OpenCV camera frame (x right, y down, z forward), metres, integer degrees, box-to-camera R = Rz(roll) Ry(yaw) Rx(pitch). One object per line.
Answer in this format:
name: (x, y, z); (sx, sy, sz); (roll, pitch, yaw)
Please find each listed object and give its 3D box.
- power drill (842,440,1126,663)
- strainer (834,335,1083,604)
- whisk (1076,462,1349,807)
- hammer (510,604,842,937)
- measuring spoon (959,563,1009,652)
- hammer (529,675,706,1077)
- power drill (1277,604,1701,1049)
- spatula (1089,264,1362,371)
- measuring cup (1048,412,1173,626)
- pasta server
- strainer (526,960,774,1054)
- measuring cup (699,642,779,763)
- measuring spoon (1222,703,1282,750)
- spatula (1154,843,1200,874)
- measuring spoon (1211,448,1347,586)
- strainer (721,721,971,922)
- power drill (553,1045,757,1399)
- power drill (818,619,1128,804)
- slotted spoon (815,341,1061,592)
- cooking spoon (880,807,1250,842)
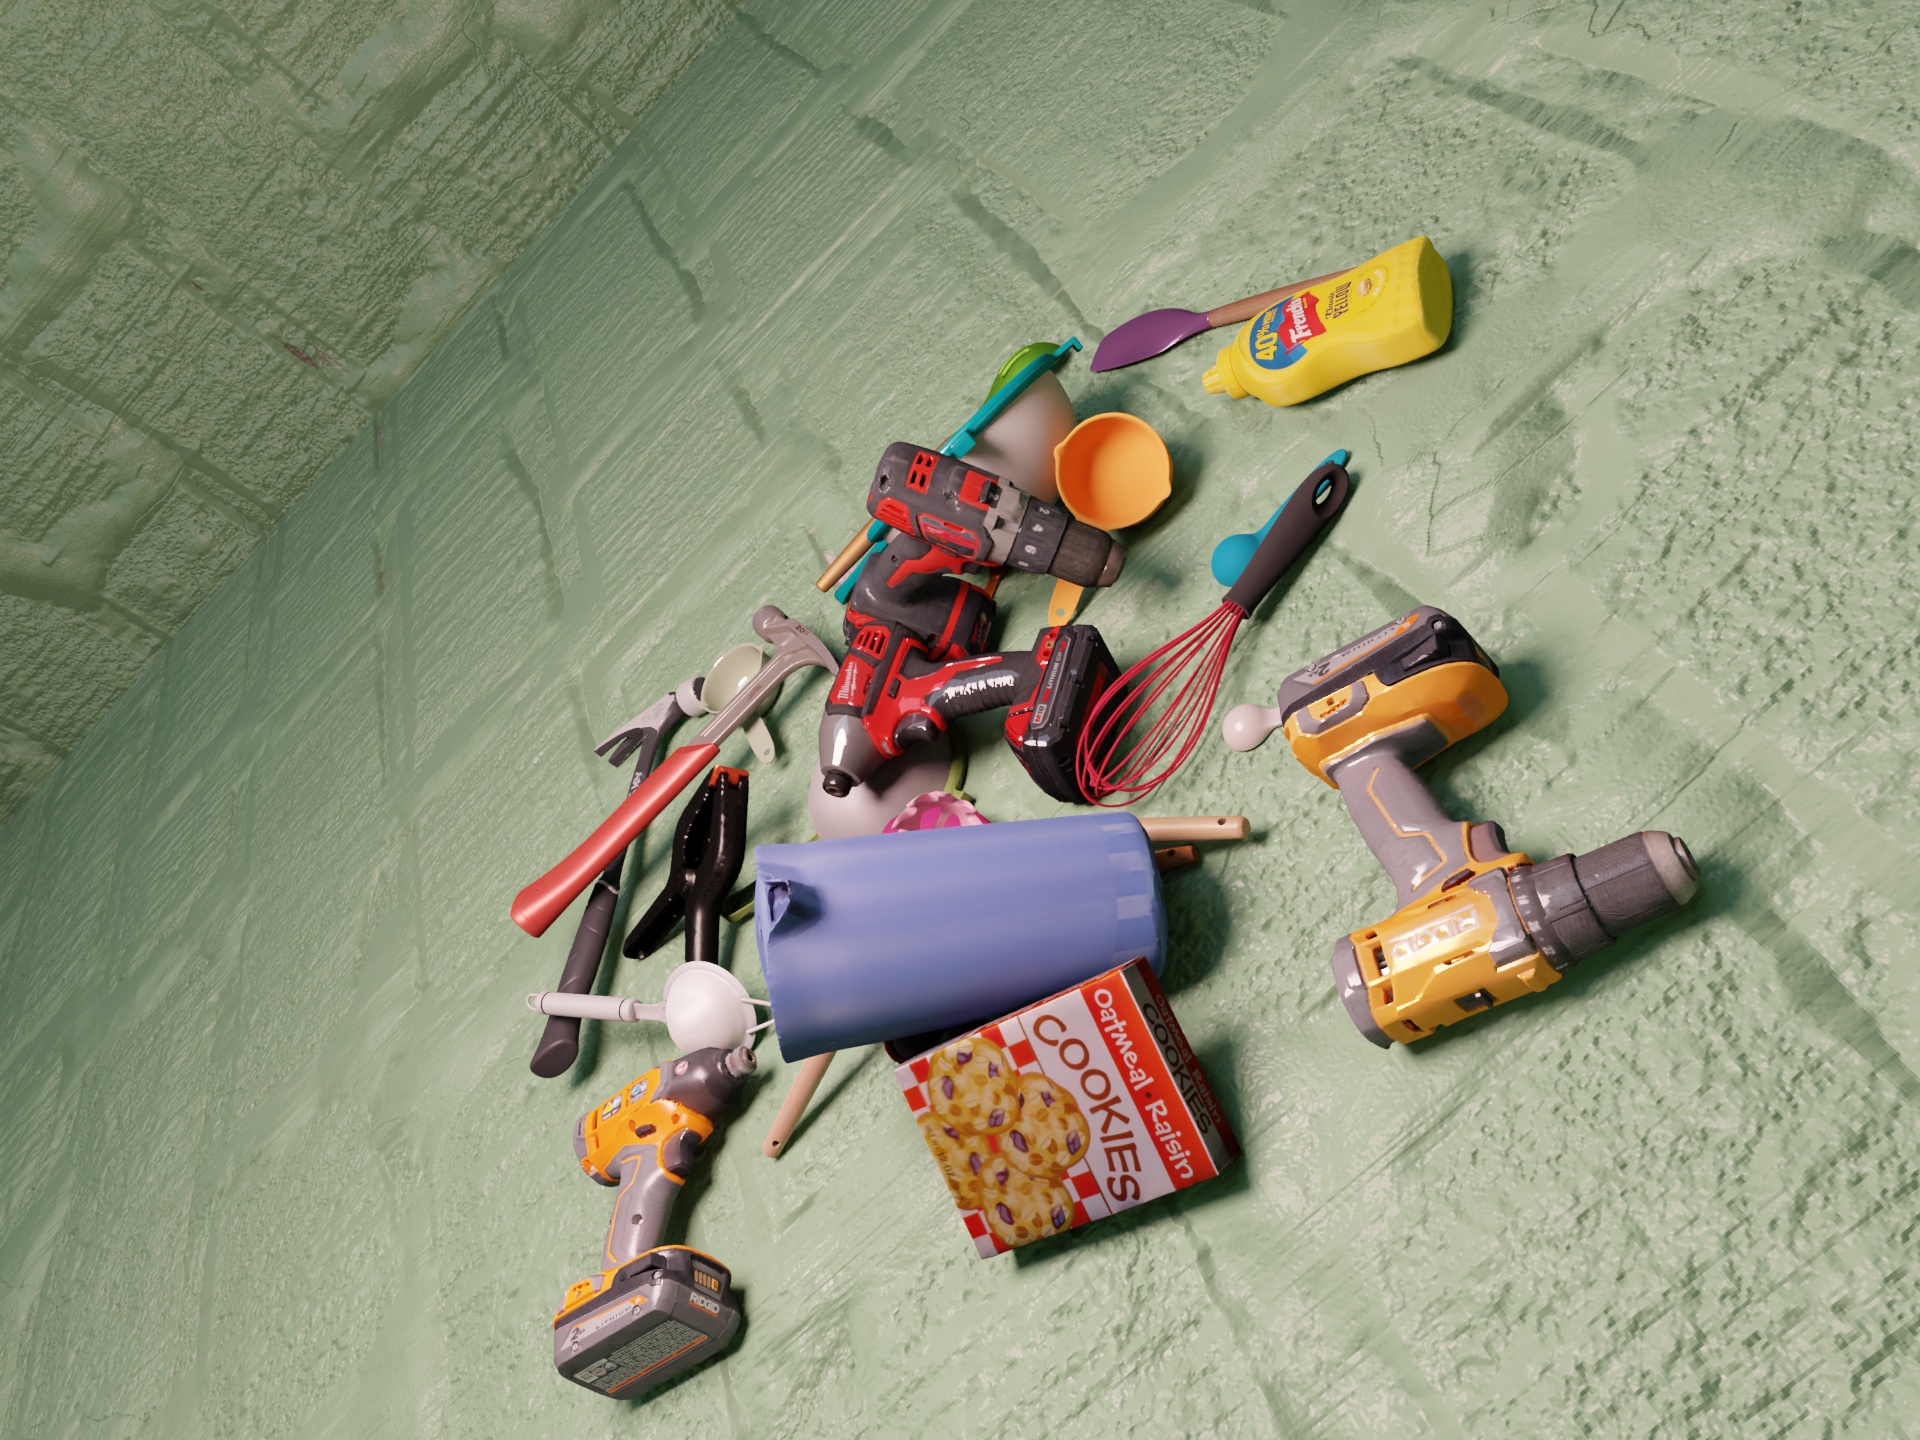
power drill: (0.010, -0.109, 1.199); (0.226, 0.188, 0.080); (119, 171, -63)
strainer: (-0.003, -0.165, 1.348); (0.211, 0.095, 0.340); (-48, 4, -41)
whisk: (0.176, -0.062, 1.083); (0.296, 0.073, 0.073); (-52, 35, -10)
hammer: (-0.250, 0.056, 1.392); (0.359, 0.036, 0.149); (-46, 45, -4)
measuring spoon: (0.010, -0.087, 1.325); (0.021, 0.011, 0.117); (7, 65, 50)
hammer: (-0.320, 0.137, 1.445); (0.149, 0.036, 0.409); (-27, 38, 33)
power drill: (0.276, 0.046, 0.862); (0.185, 0.084, 0.226); (-30, 45, 26)
spatula: (0.228, -0.336, 1.300); (0.316, 0.018, 0.060); (-3, 56, 47)
measuring cup: (0.107, -0.153, 1.241); (0.052, 0.095, 0.173); (-27, -42, -73)
pasta server: (-0.068, 0.177, 1.079); (0.316, 0.060, 0.040); (-63, 4, 18)
strainer: (-0.255, 0.231, 1.254); (0.258, 0.050, 0.087); (-3, 101, 34)
measuring cup: (-0.186, -0.005, 1.449); (0.083, 0.038, 0.168); (-43, 42, 9)
measuring spoon: (0.221, -0.014, 1.023); (0.124, 0.018, 0.034); (-24, 43, 31)
spatula: (0.020, 0.128, 1.100); (0.322, 0.041, 0.081); (-21, 44, 34)
measuring spoon: (0.225, -0.150, 1.134); (0.128, 0.021, 0.042); (-47, 36, 8)
strainer: (-0.112, 0.074, 1.267); (0.256, 0.069, 0.152); (-37, 38, 16)
power drill: (-0.209, 0.341, 1.132); (0.164, 0.084, 0.227); (-35, 35, 20)
power drill: (-0.002, -0.004, 1.154); (0.220, 0.078, 0.143); (2, 56, 30)
slotted spoon: (-0.022, -0.235, 1.451); (0.314, 0.031, 0.070); (-47, 16, -1)
cooking spoon: (0.057, 0.077, 1.087); (0.319, 0.017, 0.069); (-6, 48, 41)
